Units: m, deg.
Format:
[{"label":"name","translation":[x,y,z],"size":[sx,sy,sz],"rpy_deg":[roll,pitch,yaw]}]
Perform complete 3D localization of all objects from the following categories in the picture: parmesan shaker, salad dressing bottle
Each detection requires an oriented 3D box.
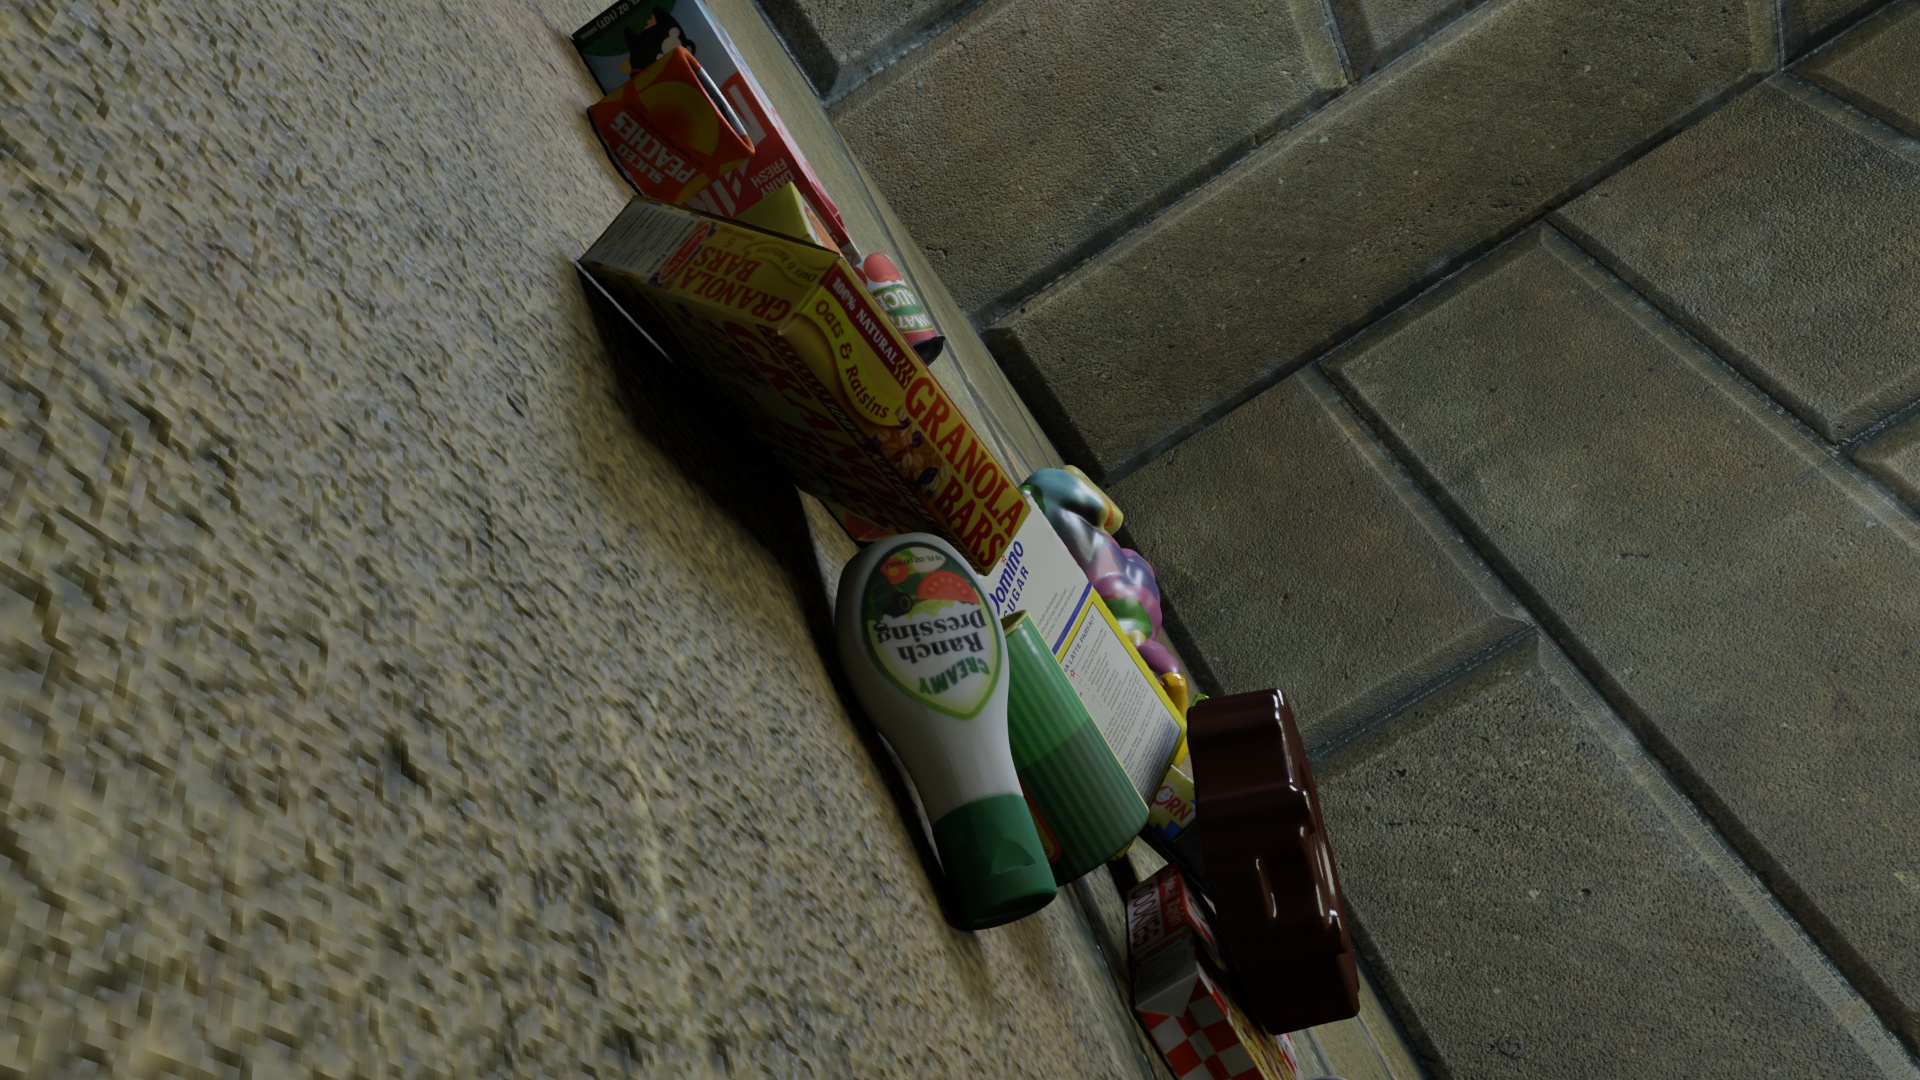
[{"label":"parmesan shaker","translation":[0.028,0.090,0.594],"size":[0.103,0.071,0.071],"rpy_deg":[58,7,-1]},{"label":"salad dressing bottle","translation":[-0.004,0.069,0.523],"size":[0.043,0.064,0.148],"rpy_deg":[116,-40,-54]}]

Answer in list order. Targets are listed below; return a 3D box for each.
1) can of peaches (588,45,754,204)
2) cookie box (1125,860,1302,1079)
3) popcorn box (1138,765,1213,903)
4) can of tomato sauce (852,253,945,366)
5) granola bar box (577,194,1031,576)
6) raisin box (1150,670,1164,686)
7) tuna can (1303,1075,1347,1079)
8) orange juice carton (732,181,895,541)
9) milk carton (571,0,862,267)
[{"label":"can of peaches","translation":[-0.148,-0.212,0.718],"size":[0.071,0.058,0.071],"rpy_deg":[57,7,-10]},{"label":"cookie box","translation":[0.138,0.255,0.739],"size":[0.123,0.040,0.167],"rpy_deg":[58,7,-1]},{"label":"popcorn box","translation":[0.125,0.168,0.876],"size":[0.127,0.038,0.085],"rpy_deg":[36,-15,53]},{"label":"can of tomato sauce","translation":[-0.061,-0.168,1.058],"size":[0.083,0.071,0.071],"rpy_deg":[59,7,12]},{"label":"granola bar box","translation":[-0.057,-0.060,0.555],"size":[0.124,0.039,0.165],"rpy_deg":[24,-16,39]},{"label":"raisin box","translation":[0.063,0.065,0.866],"size":[0.123,0.040,0.086],"rpy_deg":[36,3,3]},{"label":"tuna can","translation":[0.206,0.334,0.763],"size":[0.032,0.071,0.071],"rpy_deg":[49,11,-46]},{"label":"orange juice carton","translation":[-0.056,-0.072,0.690],"size":[0.192,0.073,0.072],"rpy_deg":[53,9,-35]},{"label":"milk carton","translation":[-0.133,-0.220,0.795],"size":[0.190,0.072,0.073],"rpy_deg":[59,7,6]}]
